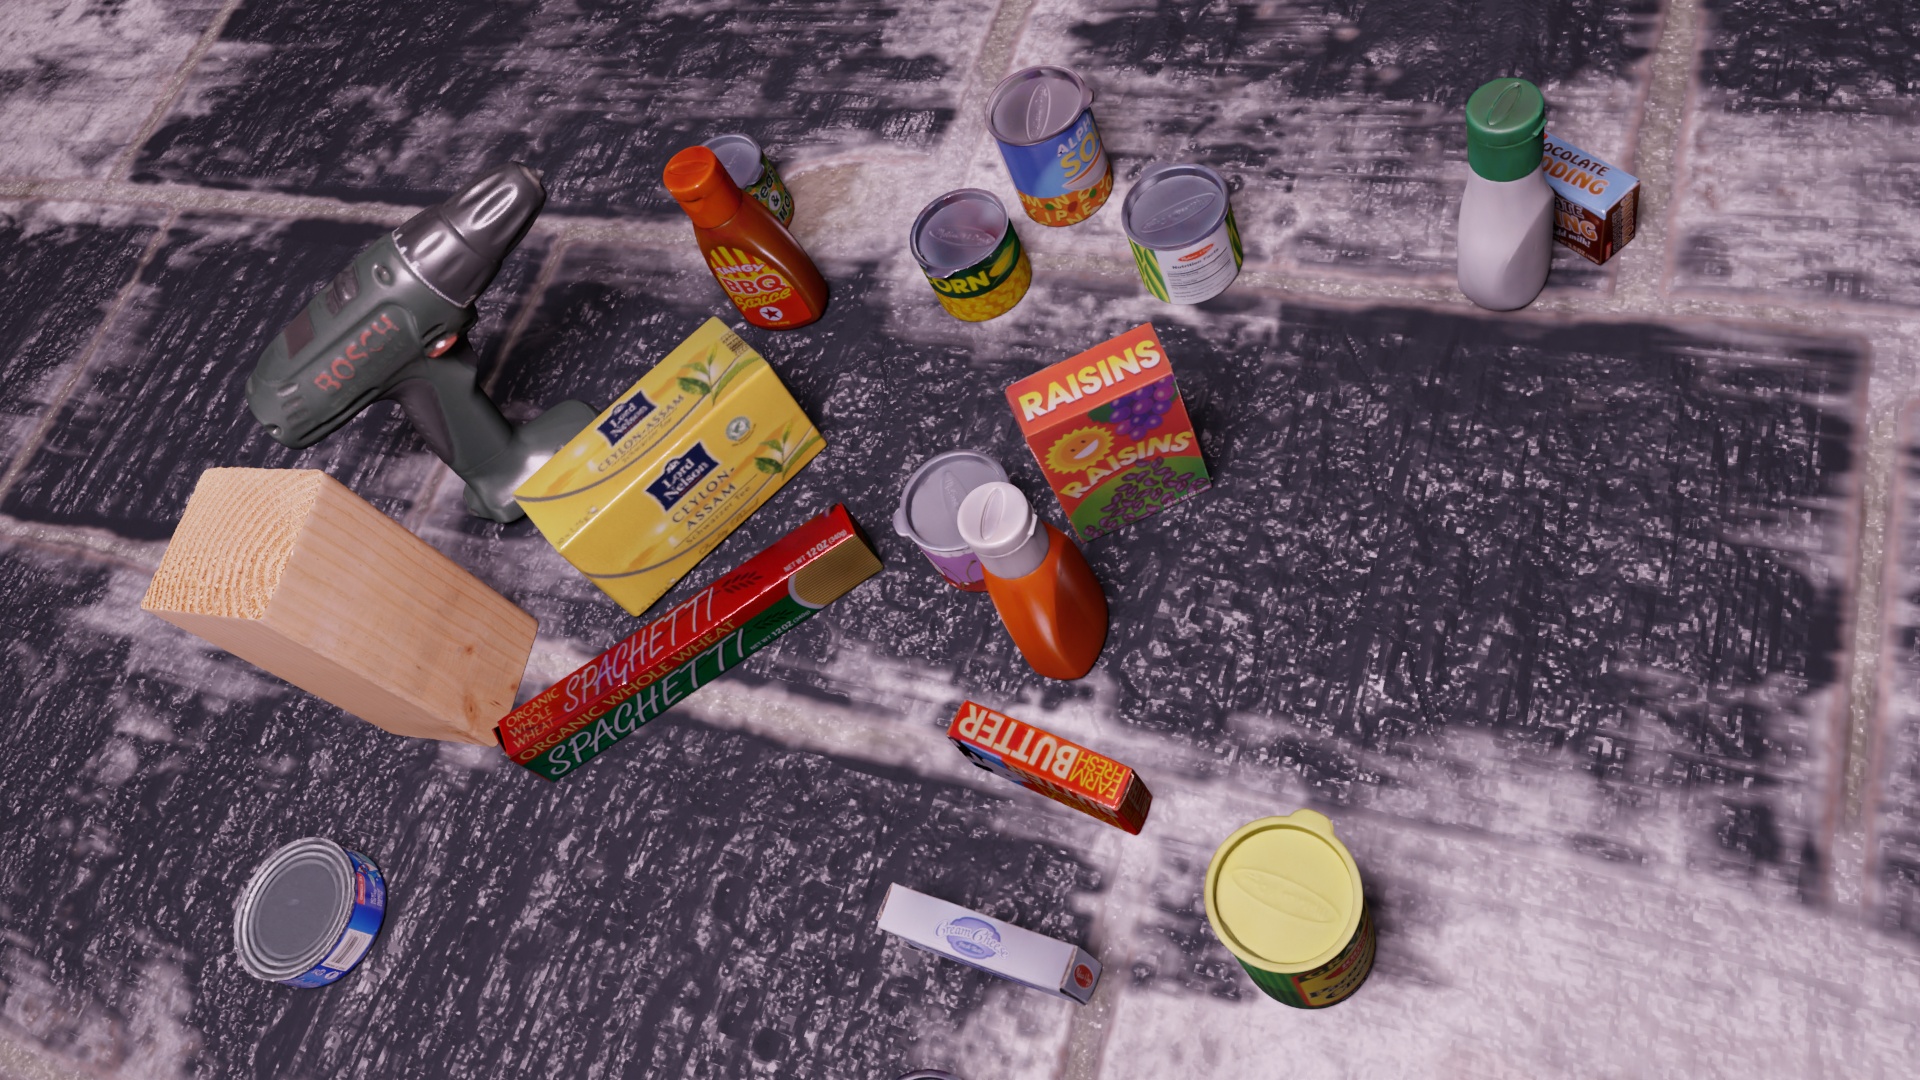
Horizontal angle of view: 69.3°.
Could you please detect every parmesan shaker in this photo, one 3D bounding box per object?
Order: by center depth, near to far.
[{"bbox_3d":[0.154,0.169,0.631,0.071,0.102,0.071,-9,61,16],"label":"parmesan shaker"}]

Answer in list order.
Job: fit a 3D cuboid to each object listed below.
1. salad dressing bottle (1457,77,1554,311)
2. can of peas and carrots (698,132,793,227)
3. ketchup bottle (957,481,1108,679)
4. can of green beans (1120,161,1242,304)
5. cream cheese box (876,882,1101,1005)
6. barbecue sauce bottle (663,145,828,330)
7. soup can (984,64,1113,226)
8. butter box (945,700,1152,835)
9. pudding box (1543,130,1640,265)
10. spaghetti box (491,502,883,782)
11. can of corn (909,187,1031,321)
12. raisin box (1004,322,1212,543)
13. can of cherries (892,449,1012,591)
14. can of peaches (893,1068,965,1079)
[{"bbox_3d":[0.291,-0.182,0.743,0.044,0.147,0.064,30,77,31],"label":"salad dressing bottle"},{"bbox_3d":[-0.159,-0.249,1.000,0.071,0.058,0.071,-9,61,16],"label":"can of peas and carrots"},{"bbox_3d":[0.039,0.019,0.727,0.043,0.148,0.065,4,65,23],"label":"ketchup bottle"},{"bbox_3d":[0.137,-0.188,0.857,0.071,0.057,0.071,-9,61,16],"label":"can of green beans"},{"bbox_3d":[0.014,0.203,0.695,0.104,0.053,0.024,12,68,26],"label":"cream cheese box"},{"bbox_3d":[-0.143,-0.196,0.912,0.065,0.148,0.044,-1,63,20],"label":"barbecue sauce bottle"},{"bbox_3d":[0.062,-0.256,0.906,0.071,0.083,0.071,-9,61,16],"label":"soup can"},{"bbox_3d":[0.047,0.119,0.728,0.103,0.053,0.024,19,72,28],"label":"butter box"},{"bbox_3d":[0.342,-0.199,0.791,0.030,0.049,0.084,-42,57,-4],"label":"pudding box"},{"bbox_3d":[-0.163,0.063,0.838,0.250,0.050,0.029,-33,57,1],"label":"spaghetti box"},{"bbox_3d":[0.007,-0.182,0.902,0.071,0.058,0.071,-9,61,16],"label":"can of corn"},{"bbox_3d":[0.085,-0.057,0.767,0.086,0.123,0.040,-23,58,8],"label":"raisin box"},{"bbox_3d":[0.003,-0.010,0.811,0.071,0.058,0.072,-9,61,16],"label":"can of cherries"},{"bbox_3d":[-0.005,0.289,0.653,0.071,0.058,0.071,-9,61,16],"label":"can of peaches"}]
